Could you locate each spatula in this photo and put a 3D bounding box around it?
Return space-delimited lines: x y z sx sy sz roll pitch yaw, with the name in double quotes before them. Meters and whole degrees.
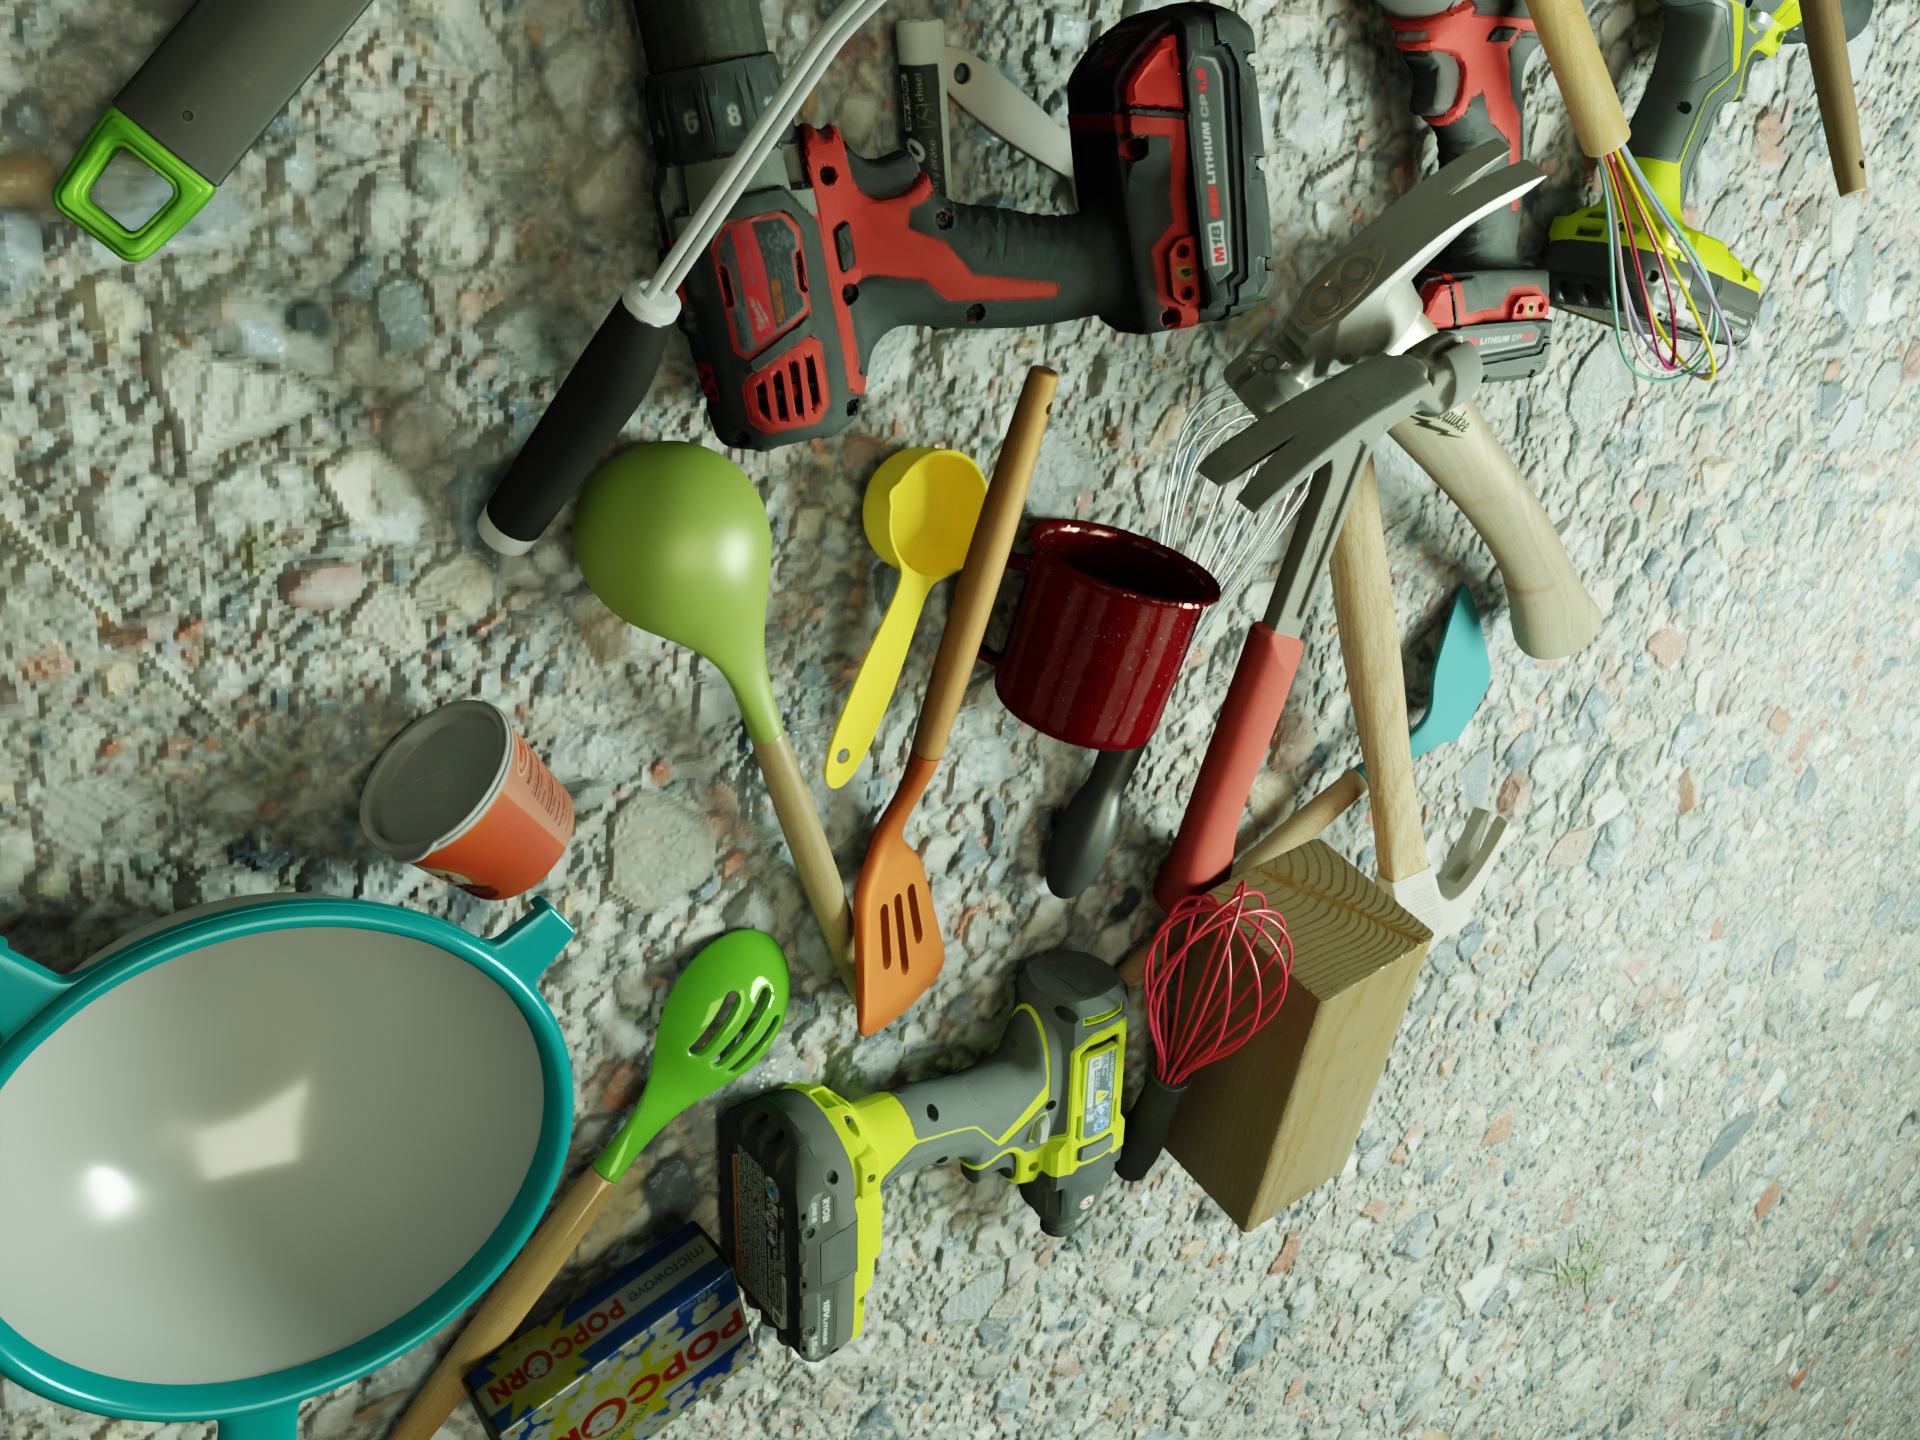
"spatula" 0.420 -0.421 0.797 0.059 0.018 0.316 -16 95 -32
"spatula" -0.001 -0.002 0.719 0.081 0.041 0.322 -31 144 -56
"spatula" 0.209 0.047 0.938 0.317 0.044 0.082 -38 129 -10

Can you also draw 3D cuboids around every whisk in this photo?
"whisk" 0.316 -0.260 0.767 0.244 0.051 0.047 51 39 -31
"whisk" 0.118 0.180 0.856 0.073 0.073 0.295 -25 148 -25
"whisk" 0.103 -0.034 0.801 0.070 0.070 0.284 8 110 -39

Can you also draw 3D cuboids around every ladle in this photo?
"ladle" -0.086 0.020 0.702 0.078 0.062 0.319 -39 136 -25

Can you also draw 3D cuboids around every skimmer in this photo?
"skimmer" -0.085 -0.199 0.507 0.363 0.090 0.127 -45 168 34

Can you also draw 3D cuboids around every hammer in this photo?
"hammer" 0.234 -0.015 0.886 0.130 0.031 0.331 -21 114 -16
"hammer" 0.274 -0.125 0.808 0.146 0.038 0.410 -42 145 14
"hammer" 0.135 -0.011 0.750 0.149 0.037 0.358 -32 151 -30

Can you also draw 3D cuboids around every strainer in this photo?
"strainer" -0.272 0.201 0.610 0.211 0.095 0.340 -1 113 -33

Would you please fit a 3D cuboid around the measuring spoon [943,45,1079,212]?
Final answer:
"measuring spoon" 0.036 -0.247 0.672 0.124 0.018 0.034 22 97 -40

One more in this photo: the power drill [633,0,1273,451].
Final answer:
"power drill" -0.006 -0.214 0.598 0.226 0.080 0.187 -15 113 -11

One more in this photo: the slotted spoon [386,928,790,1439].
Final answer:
"slotted spoon" -0.178 0.231 0.737 0.314 0.031 0.070 -53 134 -2

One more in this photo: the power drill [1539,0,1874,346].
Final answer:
"power drill" 0.416 -0.330 0.875 0.190 0.080 0.228 3 106 -36

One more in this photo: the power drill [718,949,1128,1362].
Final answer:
"power drill" -0.008 0.232 0.830 0.223 0.080 0.171 -15 119 -34

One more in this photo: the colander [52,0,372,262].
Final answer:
"colander" -0.129 -0.291 0.459 0.204 0.095 0.397 40 91 -26

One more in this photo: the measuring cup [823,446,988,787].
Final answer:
"measuring cup" -0.035 -0.046 0.700 0.062 0.029 0.156 18 96 -44

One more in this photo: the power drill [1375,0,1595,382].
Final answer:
"power drill" 0.233 -0.277 0.768 0.143 0.079 0.219 -12 115 -32
